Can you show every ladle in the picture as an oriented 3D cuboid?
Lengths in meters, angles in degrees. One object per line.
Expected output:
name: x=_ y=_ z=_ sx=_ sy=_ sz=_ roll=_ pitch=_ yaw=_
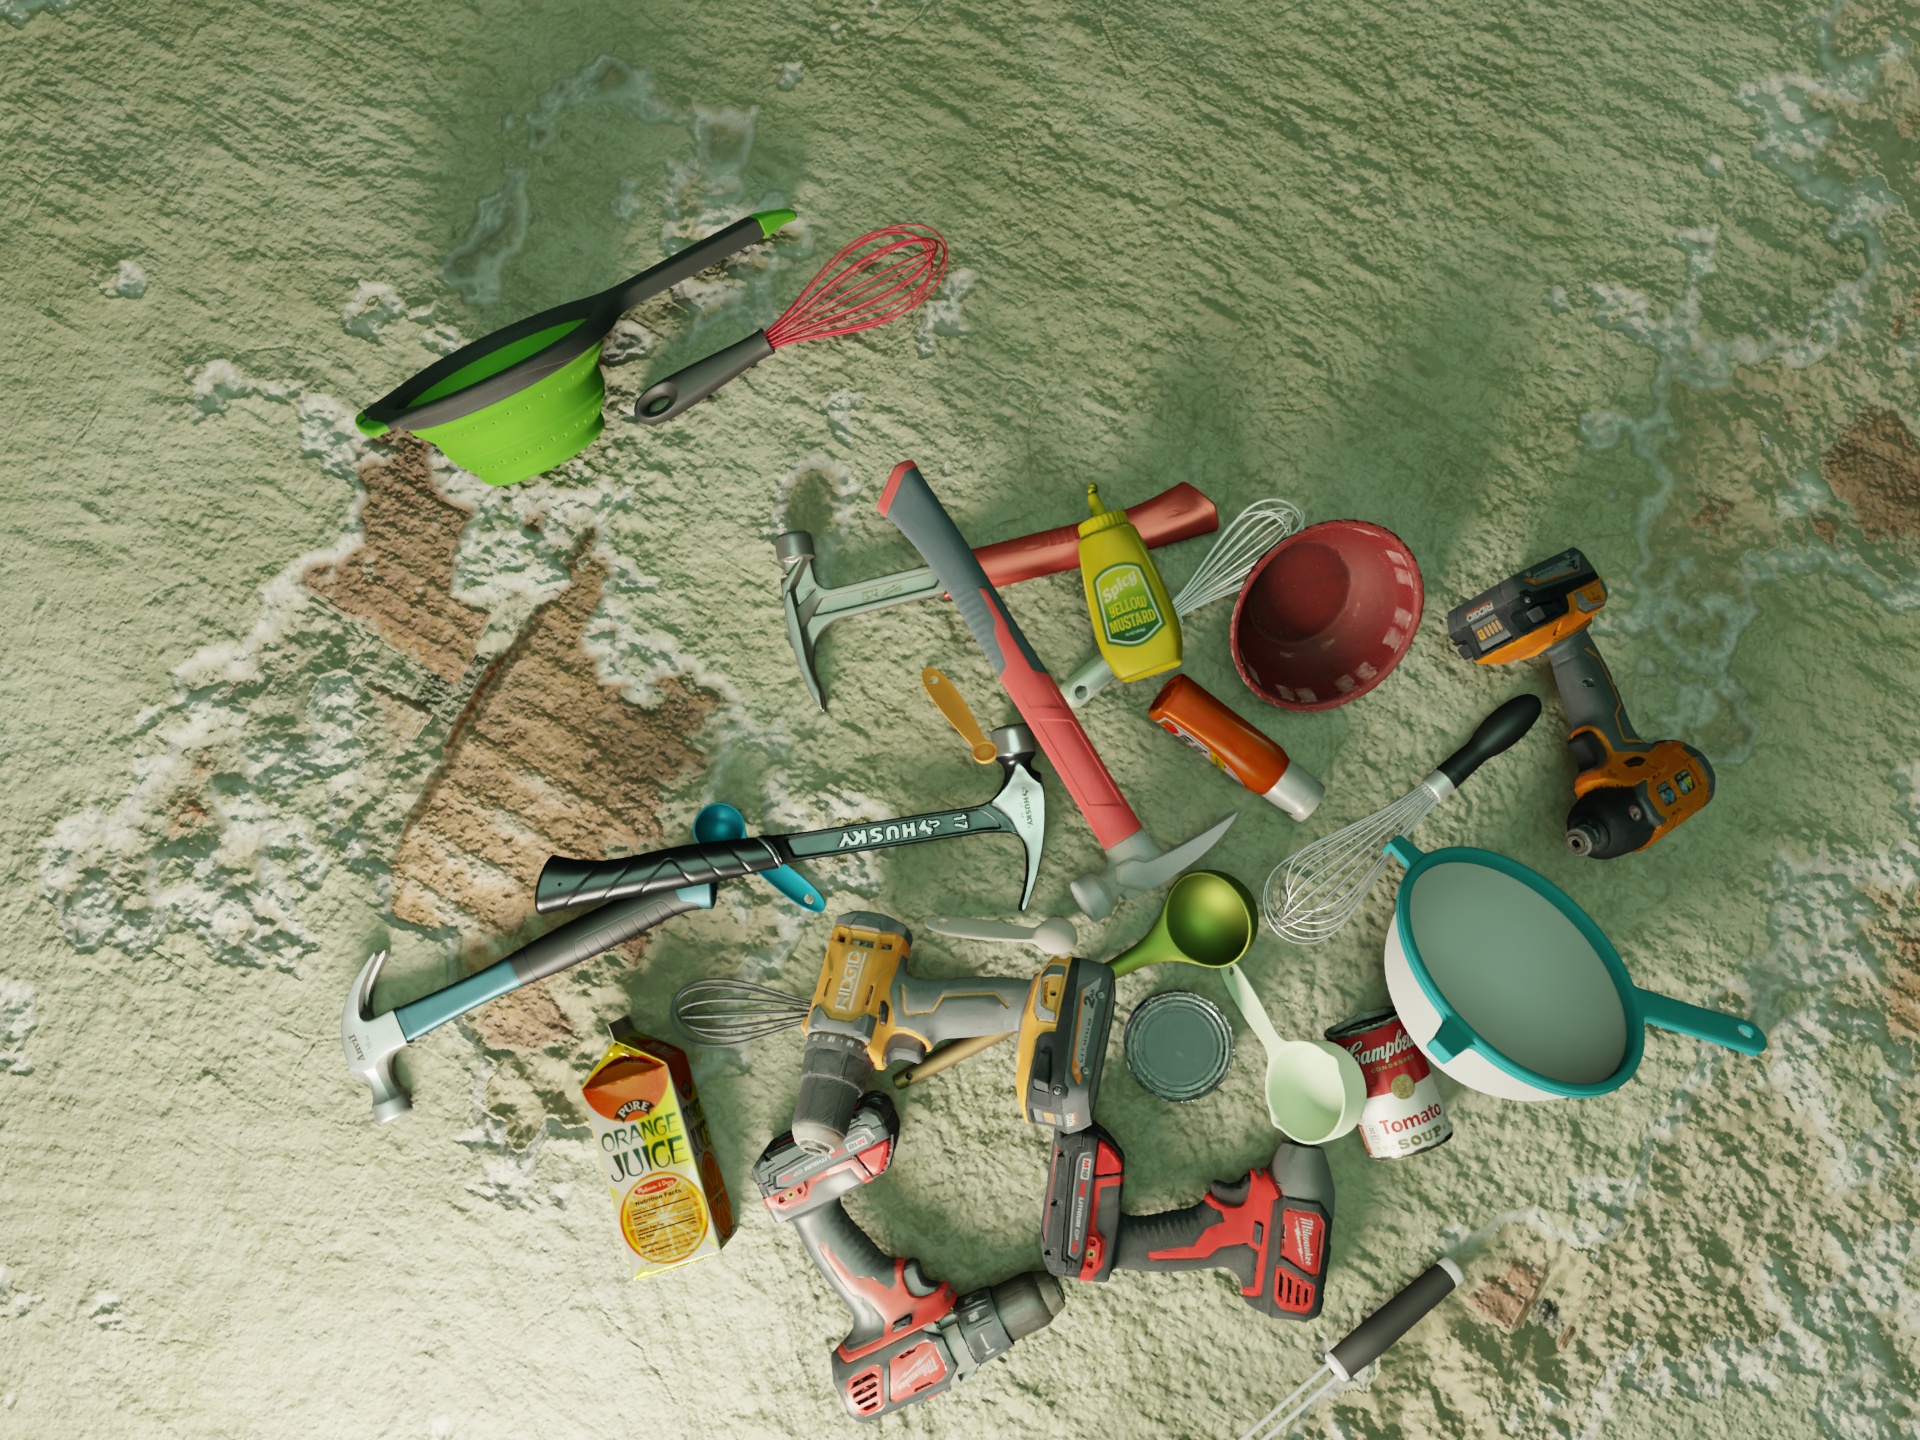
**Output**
ladle: x=0.087 y=0.213 z=1.251 sx=0.320 sy=0.062 sz=0.078 roll=-28 pitch=77 yaw=2

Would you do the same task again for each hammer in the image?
hammer: x=-0.131 y=0.106 z=1.260 sx=0.409 sy=0.036 sz=0.149 roll=-9 pitch=84 yaw=-5
hammer: x=-0.345 y=0.197 z=1.284 sx=0.331 sy=0.033 sz=0.128 roll=-26 pitch=85 yaw=0
hammer: x=0.063 y=-0.043 z=1.252 sx=0.143 sy=0.038 sz=0.386 roll=-31 pitch=87 yaw=-9
hammer: x=0.034 y=-0.118 z=1.296 sx=0.359 sy=0.036 sz=0.149 roll=-13 pitch=84 yaw=2

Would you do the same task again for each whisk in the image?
whisk: x=0.178 y=-0.092 z=1.283 sx=0.246 sy=0.059 sz=0.057 roll=-39 pitch=111 yaw=3
whisk: x=0.353 y=0.073 z=1.254 sx=0.284 sy=0.070 sz=0.070 roll=-39 pitch=84 yaw=-7
whisk: x=-0.112 y=0.229 z=1.266 sx=0.239 sy=0.055 sz=0.055 roll=-1 pitch=84 yaw=-2
whisk: x=-0.142 y=-0.324 z=1.317 sx=0.296 sy=0.073 sz=0.073 roll=-28 pitch=84 yaw=6

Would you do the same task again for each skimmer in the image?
skimmer: x=0.235 y=0.532 z=1.225 sx=0.363 sy=0.090 sz=0.127 roll=-35 pitch=80 yaw=-11

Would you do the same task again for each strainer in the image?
strainer: x=0.454 y=0.223 z=1.212 sx=0.340 sy=0.095 sz=0.211 roll=18 pitch=44 yaw=-17

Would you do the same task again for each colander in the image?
colander: x=-0.289 y=-0.296 z=1.300 sx=0.397 sy=0.205 sz=0.094 roll=-33 pitch=118 yaw=-16

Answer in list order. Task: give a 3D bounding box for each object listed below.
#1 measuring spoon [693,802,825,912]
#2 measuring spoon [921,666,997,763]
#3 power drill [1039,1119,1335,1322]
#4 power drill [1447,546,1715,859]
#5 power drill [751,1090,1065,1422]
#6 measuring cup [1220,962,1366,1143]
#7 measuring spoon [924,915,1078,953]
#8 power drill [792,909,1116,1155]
measuring spoon: x=-0.163 y=0.115 z=1.295 sx=0.128 sy=0.021 sz=0.042 roll=39 pitch=76 yaw=-3
measuring spoon: x=-0.002 y=-0.004 z=1.273 sx=0.021 sy=0.011 sz=0.117 roll=-28 pitch=50 yaw=-9
power drill: x=0.177 y=0.372 z=1.222 sx=0.219 sy=0.078 sz=0.143 roll=9 pitch=85 yaw=1
power drill: x=0.468 y=-0.006 z=1.211 sx=0.164 sy=0.084 sz=0.226 roll=-22 pitch=81 yaw=-38
power drill: x=-0.042 y=0.405 z=1.229 sx=0.188 sy=0.080 sz=0.227 roll=-26 pitch=86 yaw=0
measuring cup: x=0.253 y=0.248 z=1.229 sx=0.083 sy=0.038 sz=0.168 roll=-58 pitch=44 yaw=31
measuring spoon: x=0.032 y=0.164 z=1.270 sx=0.124 sy=0.034 sz=0.018 roll=5 pitch=129 yaw=7
power drill: x=-0.010 y=0.247 z=1.185 sx=0.226 sy=0.084 sz=0.185 roll=8 pitch=59 yaw=13
